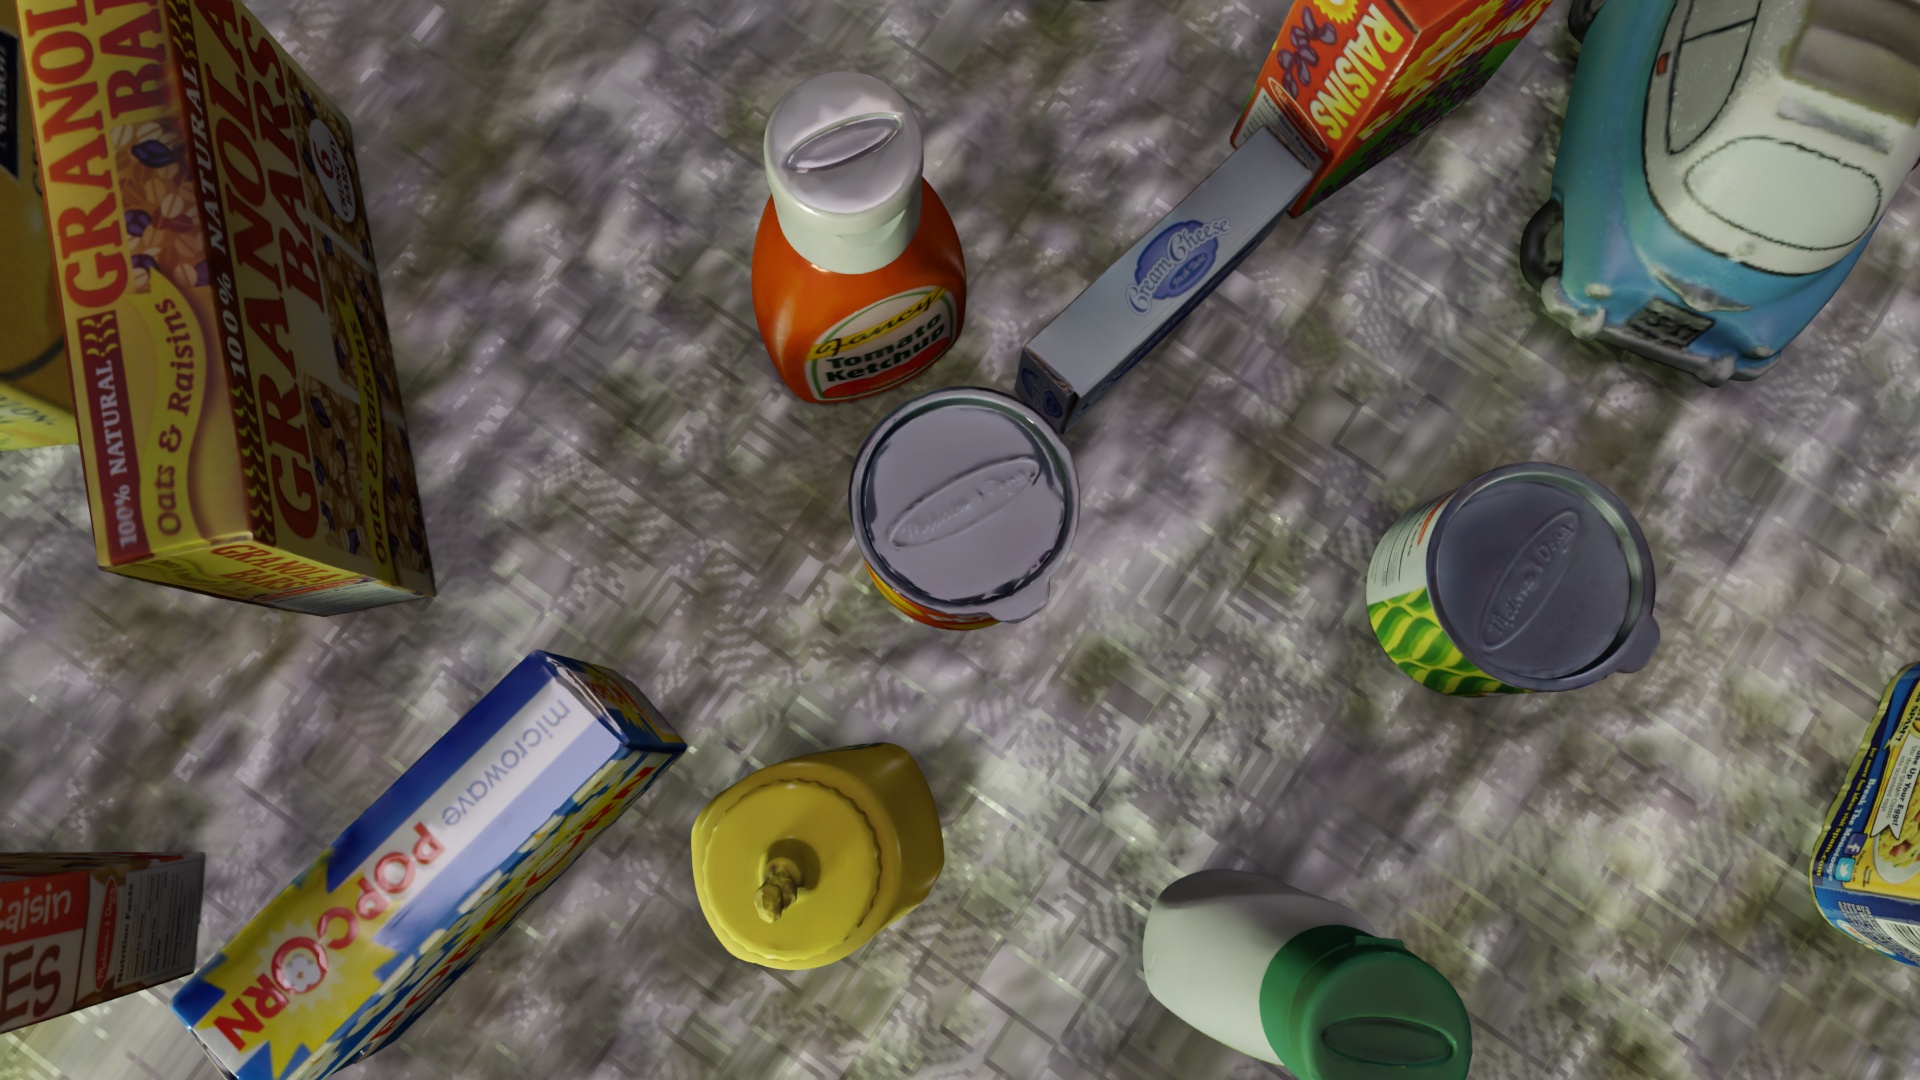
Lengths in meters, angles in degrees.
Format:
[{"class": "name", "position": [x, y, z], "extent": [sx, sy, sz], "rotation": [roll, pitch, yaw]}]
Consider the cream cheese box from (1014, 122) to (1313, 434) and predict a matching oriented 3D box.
[{"class": "cream cheese box", "position": [0.062, -0.080, 0.436], "extent": [0.104, 0.053, 0.024], "rotation": [-44, 85, -8]}]

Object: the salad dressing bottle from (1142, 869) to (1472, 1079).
[{"class": "salad dressing bottle", "position": [0.085, 0.113, 0.358], "extent": [0.064, 0.147, 0.044], "rotation": [6, 81, -1]}]

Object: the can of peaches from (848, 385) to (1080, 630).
[{"class": "can of peaches", "position": [0.001, -0.005, 0.419], "extent": [0.071, 0.058, 0.071], "rotation": [0, 81, -2]}]

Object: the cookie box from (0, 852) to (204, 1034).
[{"class": "cookie box", "position": [-0.289, 0.099, 0.338], "extent": [0.123, 0.167, 0.040], "rotation": [1, 81, -2]}]

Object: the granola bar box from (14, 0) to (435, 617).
[{"class": "granola bar box", "position": [-0.201, -0.066, 0.389], "extent": [0.039, 0.124, 0.165], "rotation": [-13, 82, -4]}]

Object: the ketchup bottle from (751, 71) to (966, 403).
[{"class": "ketchup bottle", "position": [-0.029, -0.079, 0.385], "extent": [0.065, 0.148, 0.043], "rotation": [-24, 83, -5]}]

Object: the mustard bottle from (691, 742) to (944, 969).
[{"class": "mustard bottle", "position": [-0.037, 0.079, 0.353], "extent": [0.065, 0.160, 0.049], "rotation": [-19, 82, -4]}]

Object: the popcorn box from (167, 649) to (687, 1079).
[{"class": "popcorn box", "position": [-0.139, 0.089, 0.386], "extent": [0.038, 0.085, 0.127], "rotation": [44, 82, 5]}]

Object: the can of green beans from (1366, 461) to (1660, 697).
[{"class": "can of green beans", "position": [0.164, 0.014, 0.422], "extent": [0.071, 0.057, 0.071], "rotation": [0, 81, -2]}]

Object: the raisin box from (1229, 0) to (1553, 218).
[{"class": "raisin box", "position": [0.137, -0.156, 0.415], "extent": [0.086, 0.123, 0.040], "rotation": [-34, 84, -6]}]
